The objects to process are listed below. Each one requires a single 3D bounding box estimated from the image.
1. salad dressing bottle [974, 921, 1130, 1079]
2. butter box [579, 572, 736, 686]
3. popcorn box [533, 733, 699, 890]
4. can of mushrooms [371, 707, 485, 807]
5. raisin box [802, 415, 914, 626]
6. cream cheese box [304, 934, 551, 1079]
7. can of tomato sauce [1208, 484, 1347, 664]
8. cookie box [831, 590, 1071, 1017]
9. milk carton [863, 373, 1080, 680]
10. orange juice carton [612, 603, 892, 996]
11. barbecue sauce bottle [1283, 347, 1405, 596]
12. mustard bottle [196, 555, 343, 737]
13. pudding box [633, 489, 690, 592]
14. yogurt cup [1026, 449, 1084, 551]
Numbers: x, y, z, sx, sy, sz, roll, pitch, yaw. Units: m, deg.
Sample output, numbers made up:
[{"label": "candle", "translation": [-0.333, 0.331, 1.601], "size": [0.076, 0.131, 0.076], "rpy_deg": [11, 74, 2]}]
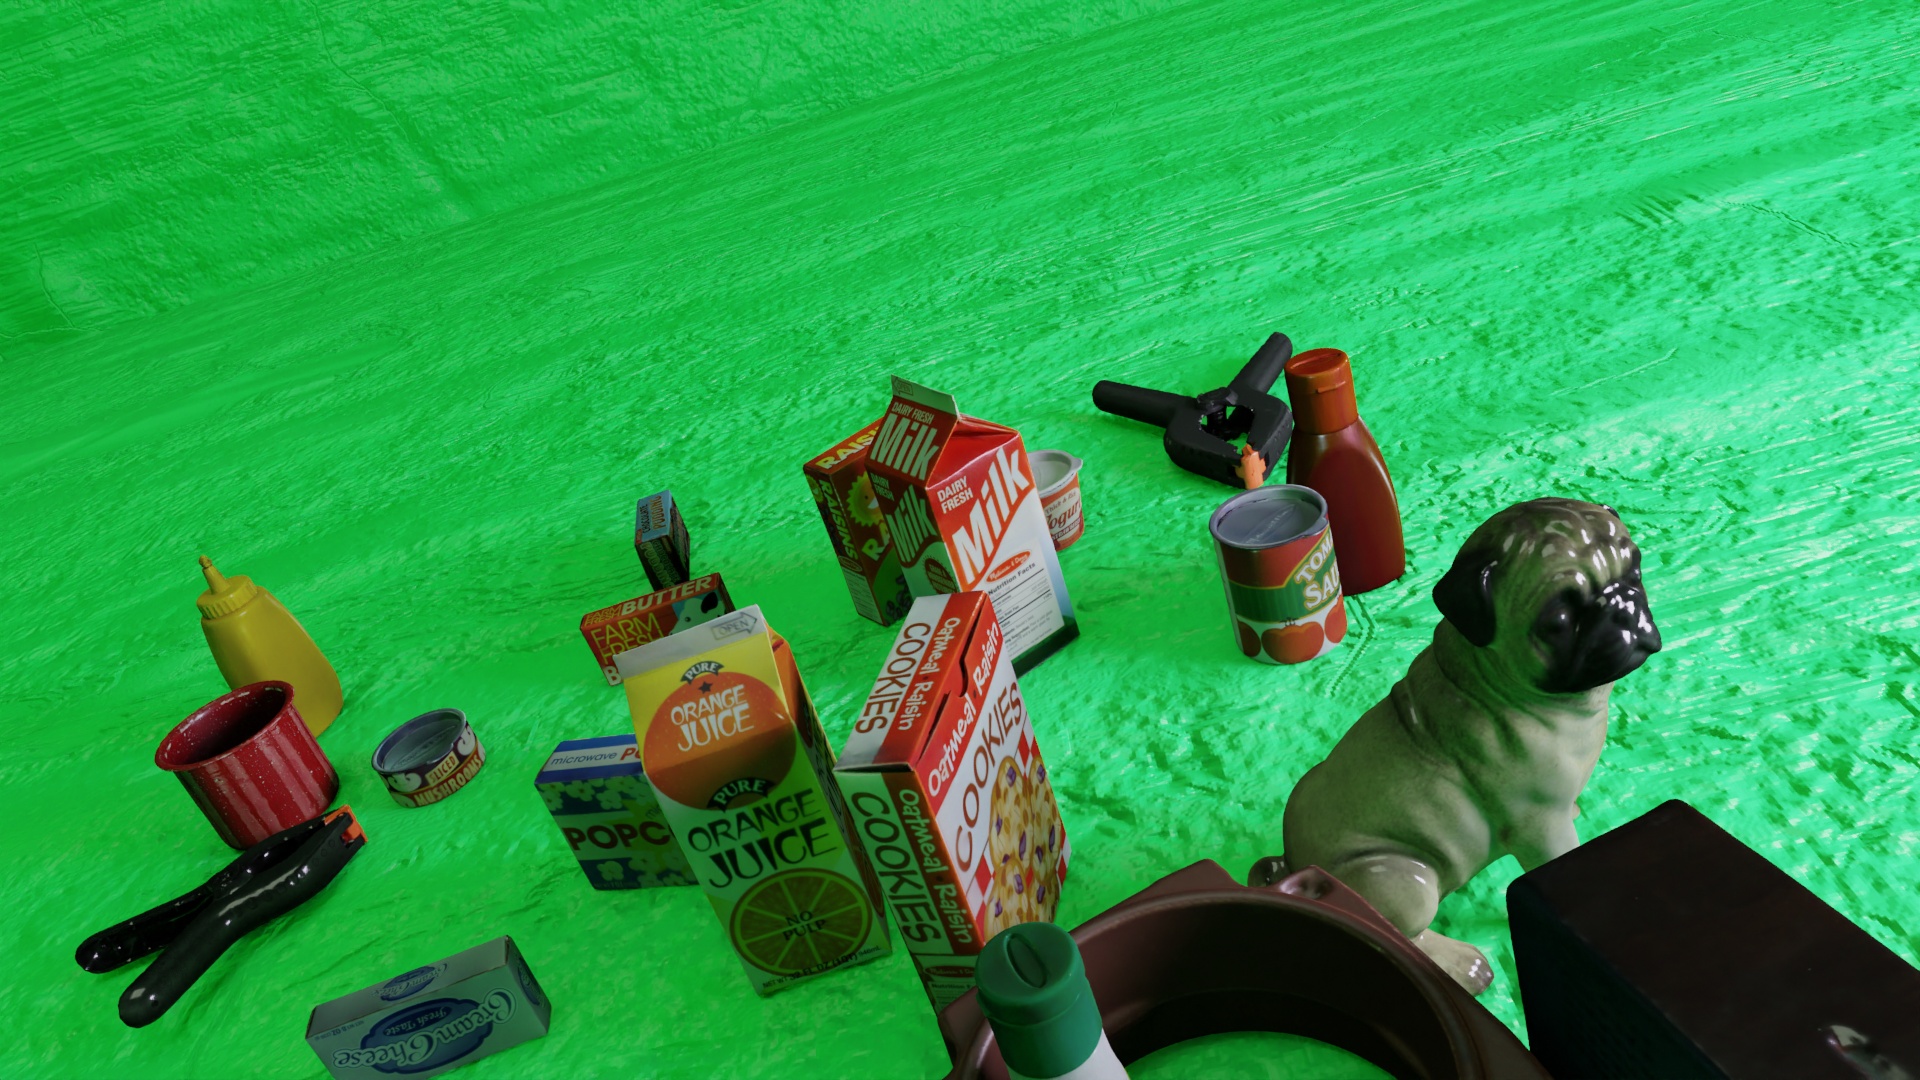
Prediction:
[{"label": "salad dressing bottle", "translation": [0.042, 0.201, 0.495], "size": [0.044, 0.147, 0.064], "rpy_deg": [-24, 29, -11]}, {"label": "butter box", "translation": [-0.210, 0.063, 0.981], "size": [0.103, 0.053, 0.024], "rpy_deg": [-17, 28, 2]}, {"label": "popcorn box", "translation": [-0.160, 0.148, 0.769], "size": [0.126, 0.085, 0.038], "rpy_deg": [-8, 30, 18]}, {"label": "can of mushrooms", "translation": [-0.358, 0.147, 0.938], "size": [0.071, 0.033, 0.071], "rpy_deg": [-14, 29, 8]}, {"label": "raisin box", "translation": [-0.047, -0.016, 0.954], "size": [0.086, 0.123, 0.040], "rpy_deg": [-33, 31, -25]}, {"label": "cream cheese box", "translation": [-0.266, 0.241, 0.699], "size": [0.104, 0.053, 0.024], "rpy_deg": [-20, 28, -4]}, {"label": "can of tomato sauce", "translation": [0.185, 0.020, 0.799], "size": [0.071, 0.082, 0.071], "rpy_deg": [-14, 29, 8]}, {"label": "cookie box", "translation": [0.004, 0.125, 0.630], "size": [0.040, 0.166, 0.123], "rpy_deg": [-7, 30, 21]}, {"label": "milk carton", "translation": [0.003, -0.011, 0.845], "size": [0.074, 0.189, 0.072], "rpy_deg": [-32, 31, -24]}, {"label": "orange juice carton", "translation": [-0.098, 0.120, 0.671], "size": [0.072, 0.191, 0.073], "rpy_deg": [-19, 28, 0]}, {"label": "barbecue sauce bottle", "translation": [0.220, -0.039, 0.814], "size": [0.065, 0.148, 0.044], "rpy_deg": [-15, 28, 5]}, {"label": "mustard bottle", "translation": [-0.518, 0.076, 1.024], "size": [0.049, 0.159, 0.066], "rpy_deg": [-8, 30, 18]}, {"label": "pudding box", "translation": [-0.239, 0.000, 1.112], "size": [0.030, 0.049, 0.084], "rpy_deg": [-19, 28, -1]}, {"label": "yogurt cup", "translation": [0.055, -0.025, 0.983], "size": [0.072, 0.053, 0.073], "rpy_deg": [-14, 29, 8]}]
